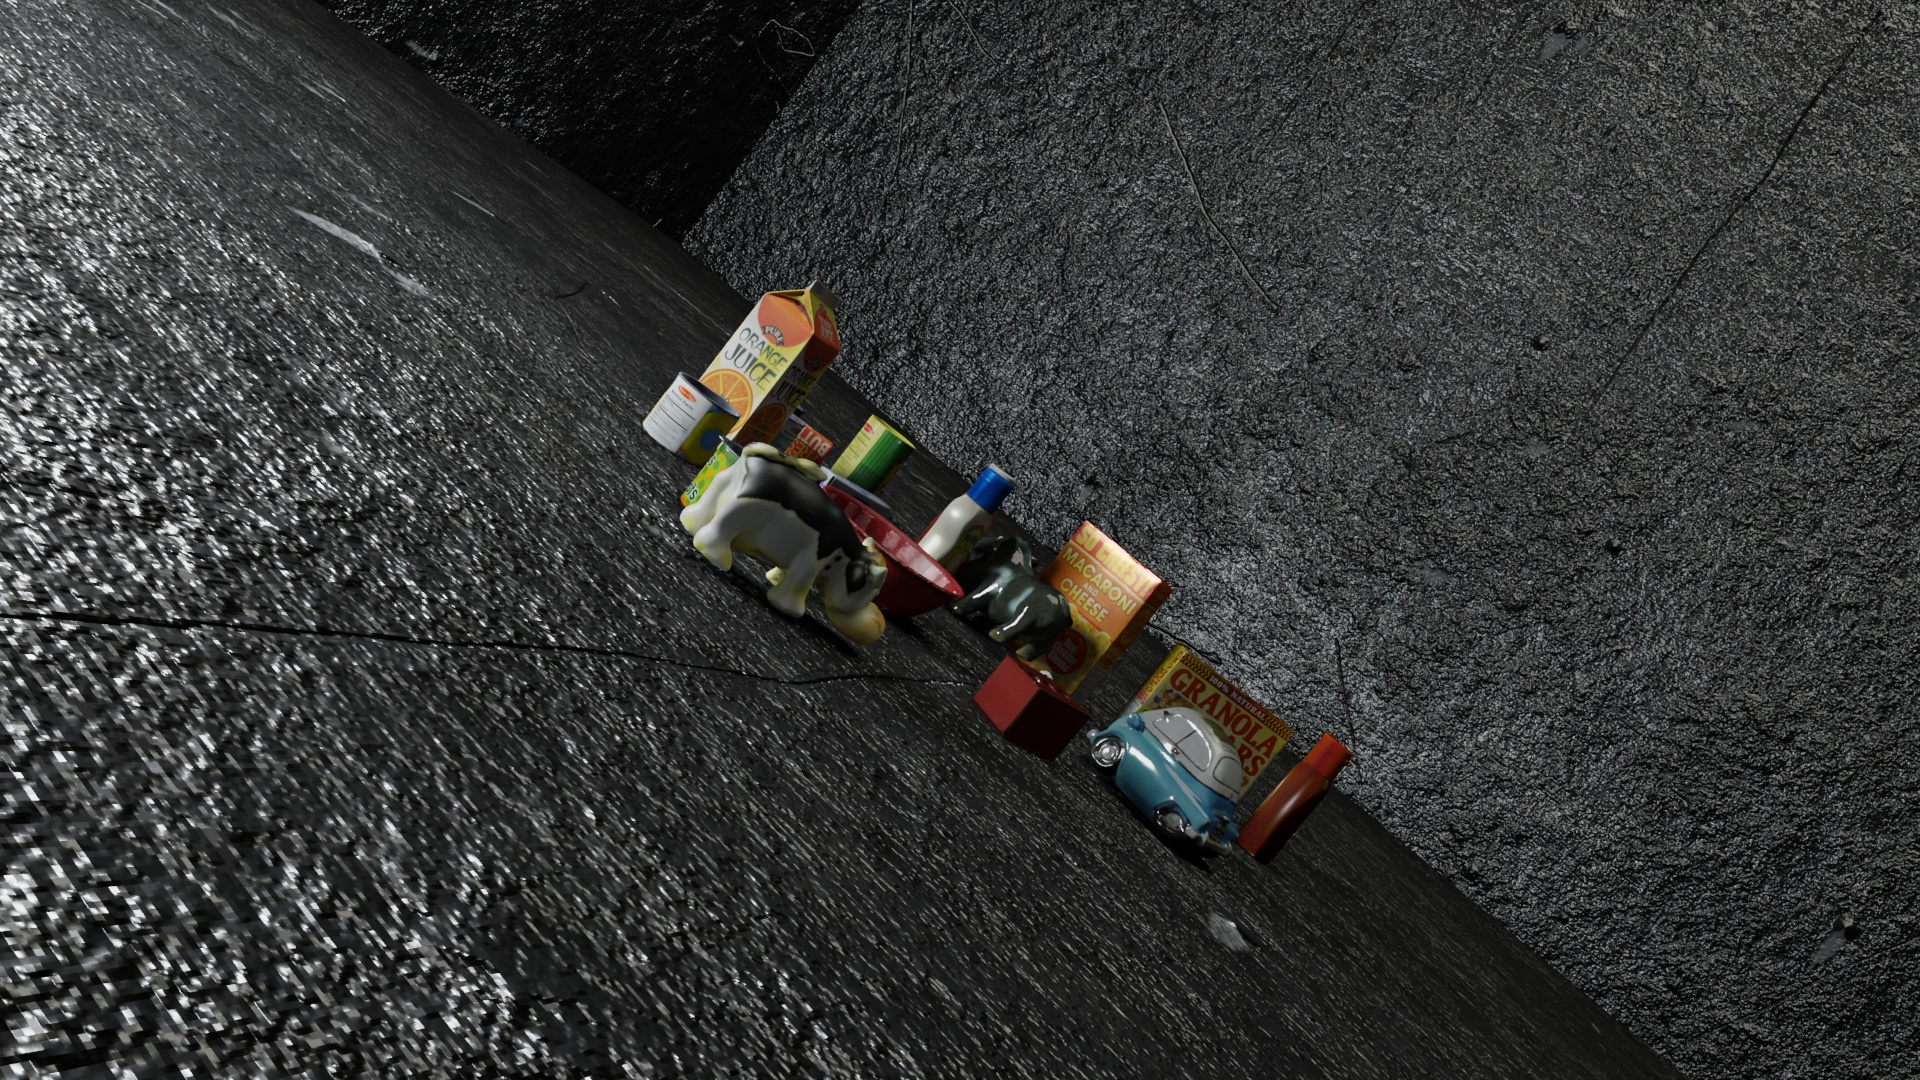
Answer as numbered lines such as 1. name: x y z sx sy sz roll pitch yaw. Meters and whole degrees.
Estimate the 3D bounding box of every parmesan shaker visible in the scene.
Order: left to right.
1. parmesan shaker: -0.112 -0.092 1.675 0.071 0.103 0.071 38 5 -4

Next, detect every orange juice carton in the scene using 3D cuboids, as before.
1. orange juice carton: -0.191 -0.177 1.401 0.073 0.192 0.072 40 5 18

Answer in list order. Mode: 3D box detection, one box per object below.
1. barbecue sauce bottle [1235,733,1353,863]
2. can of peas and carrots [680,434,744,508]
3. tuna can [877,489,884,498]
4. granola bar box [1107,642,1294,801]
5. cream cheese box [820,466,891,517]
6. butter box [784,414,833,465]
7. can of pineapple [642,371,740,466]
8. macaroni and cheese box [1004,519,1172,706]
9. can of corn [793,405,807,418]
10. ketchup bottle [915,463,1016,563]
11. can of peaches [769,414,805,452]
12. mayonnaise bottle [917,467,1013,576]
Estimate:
1. barbecue sauce bottle: 0.353 0.271 1.464 0.044 0.148 0.065 41 6 32
2. can of peas and carrots: -0.174 -0.037 1.067 0.071 0.058 0.071 38 5 -4
3. tuna can: -0.129 -0.070 1.745 0.071 0.033 0.071 38 5 -4
4. granola bar box: 0.265 0.209 1.534 0.165 0.124 0.039 37 5 -16
5. cream cheese box: -0.119 -0.033 1.407 0.024 0.053 0.103 42 7 36
6. butter box: -0.201 -0.120 1.589 0.103 0.053 0.024 37 5 -8
7. can of pineapple: -0.237 -0.106 1.230 0.071 0.058 0.071 38 5 -4
8. macaroni and cheese box: 0.134 0.080 1.525 0.124 0.166 0.040 42 6 34
9. can of corn: -0.225 -0.148 1.638 0.071 0.058 0.071 38 5 -4
10. ketchup bottle: 0.006 -0.020 1.607 0.064 0.148 0.043 36 6 -27
11. can of peaches: -0.214 -0.124 1.514 0.071 0.058 0.071 38 5 -4
12. mayonnaise bottle: -0.003 -0.009 1.471 0.041 0.148 0.064 41 6 27
